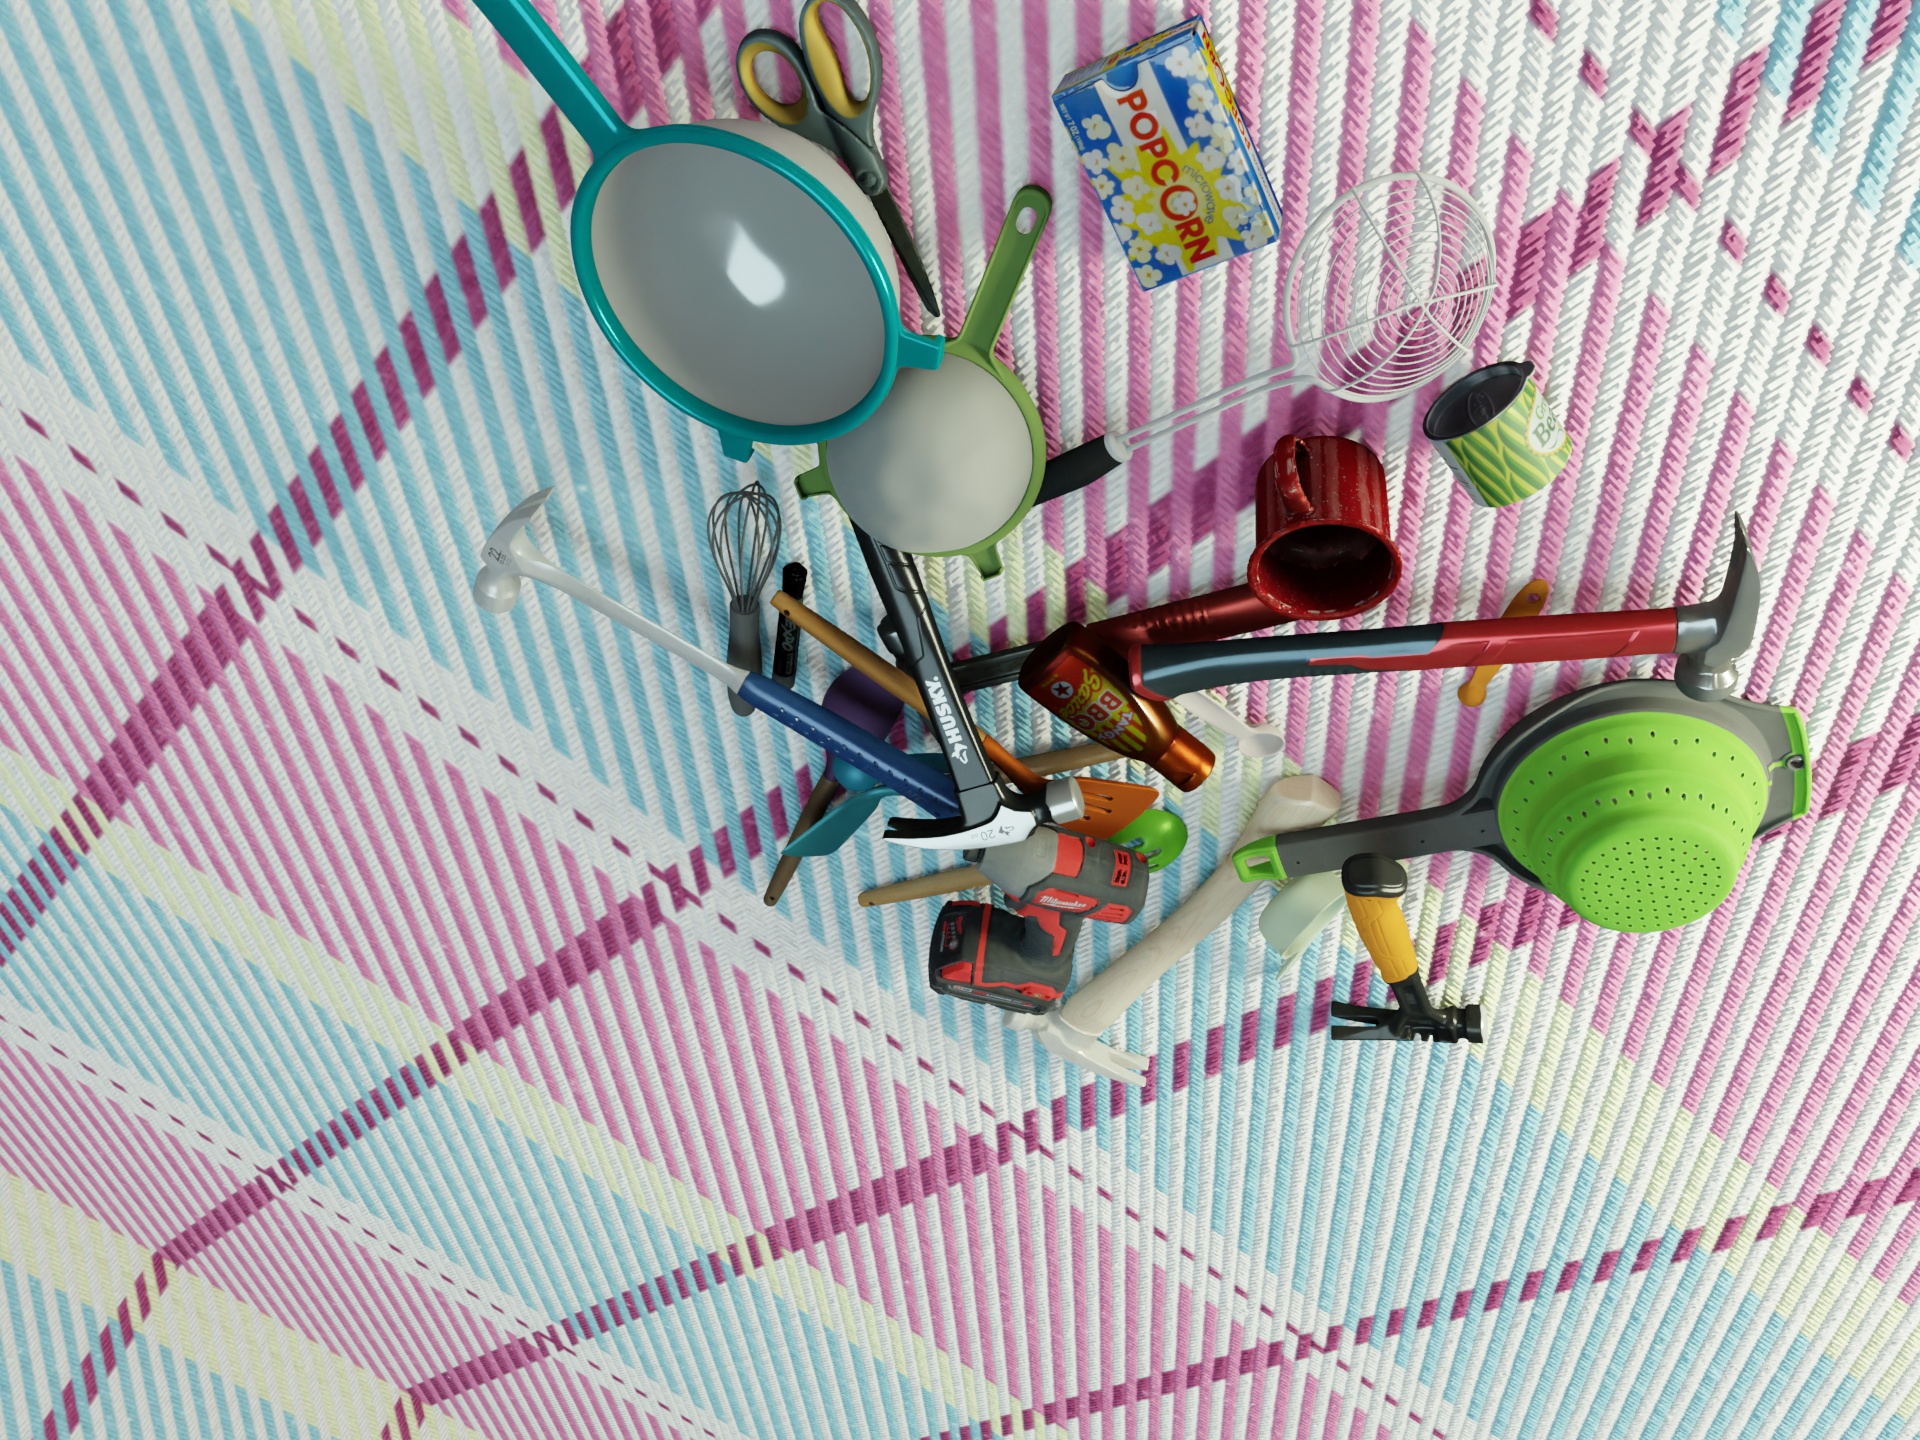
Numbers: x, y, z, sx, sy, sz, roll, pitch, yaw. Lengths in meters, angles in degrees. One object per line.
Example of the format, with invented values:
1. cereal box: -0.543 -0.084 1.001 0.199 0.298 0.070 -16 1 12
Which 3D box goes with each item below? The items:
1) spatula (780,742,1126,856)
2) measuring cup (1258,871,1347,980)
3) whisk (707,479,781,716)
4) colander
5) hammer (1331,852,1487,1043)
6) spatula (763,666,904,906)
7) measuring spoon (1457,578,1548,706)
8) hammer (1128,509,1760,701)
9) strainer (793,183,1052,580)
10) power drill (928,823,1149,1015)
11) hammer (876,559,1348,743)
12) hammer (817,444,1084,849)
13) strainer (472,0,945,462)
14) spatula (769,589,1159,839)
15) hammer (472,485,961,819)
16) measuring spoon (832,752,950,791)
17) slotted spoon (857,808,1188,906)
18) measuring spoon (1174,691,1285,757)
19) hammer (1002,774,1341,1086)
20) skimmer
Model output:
1. spatula: 0.005 0.059 1.263 0.317 0.044 0.082 -13 169 24
2. measuring cup: 0.265 0.168 1.280 0.038 0.083 0.167 47 159 20
3. whisk: -0.161 -0.083 1.187 0.055 0.055 0.238 15 139 5
4. colander: 0.386 0.094 1.111 0.397 0.095 0.204 -12 128 20
5. hammer: 0.321 0.180 1.203 0.127 0.034 0.336 -3 151 21
6. spatula: -0.117 0.061 1.324 0.059 0.018 0.315 24 133 -5
7. measuring spoon: 0.365 -0.049 1.069 0.021 0.011 0.116 18 134 1
8. hammer: 0.299 -0.057 1.023 0.386 0.038 0.143 -4 141 13
9. strainer: -0.005 -0.202 0.979 0.151 0.069 0.256 24 122 -2
10. power drill: 0.050 0.154 1.276 0.143 0.079 0.219 15 146 -9
11. hammer: 0.122 -0.052 1.130 0.359 0.037 0.149 -13 126 28
12. hammer: -0.034 -0.057 1.118 0.146 0.035 0.334 -16 110 14
13. strainer: -0.156 -0.320 0.928 0.211 0.095 0.340 -16 125 41
14. spatula: -0.002 -0.004 1.179 0.322 0.041 0.081 35 134 -9
15. hammer: -0.170 -0.036 1.187 0.405 0.035 0.144 30 144 -7
16. measuring spoon: -0.048 0.041 1.245 0.129 0.021 0.042 -4 131 32
17. slotted spoon: 0.043 0.126 1.327 0.314 0.031 0.070 -15 129 31
18. measuring spoon: 0.188 -0.007 1.144 0.124 0.018 0.034 30 138 -32
19. hammer: 0.190 0.180 1.323 0.146 0.038 0.410 27 134 -10
20. skimmer: 0.151 -0.210 0.981 0.363 0.090 0.127 -18 131 43
